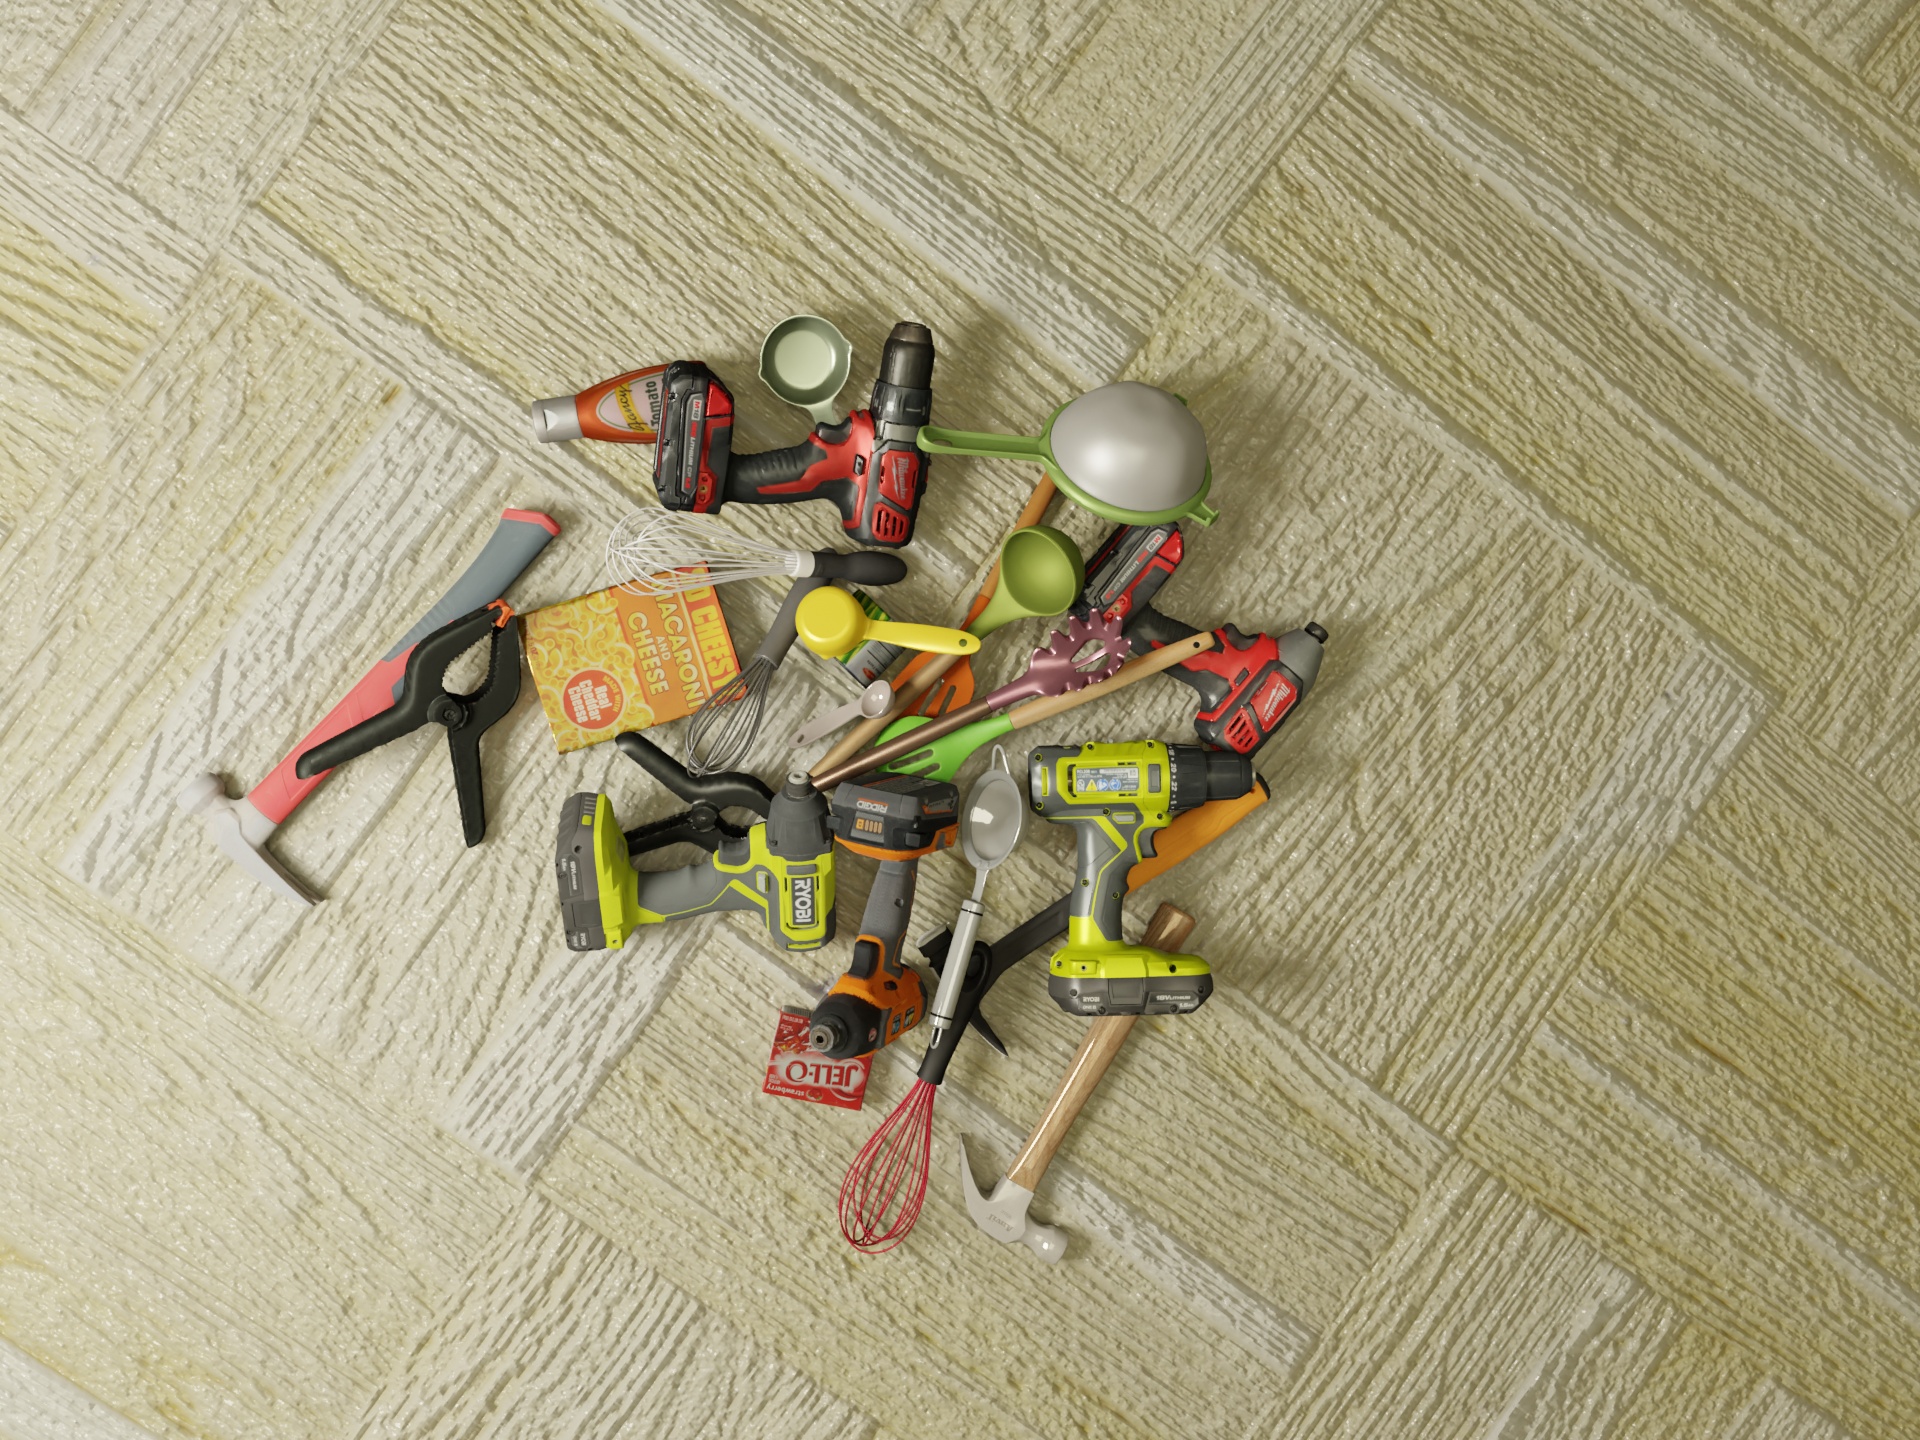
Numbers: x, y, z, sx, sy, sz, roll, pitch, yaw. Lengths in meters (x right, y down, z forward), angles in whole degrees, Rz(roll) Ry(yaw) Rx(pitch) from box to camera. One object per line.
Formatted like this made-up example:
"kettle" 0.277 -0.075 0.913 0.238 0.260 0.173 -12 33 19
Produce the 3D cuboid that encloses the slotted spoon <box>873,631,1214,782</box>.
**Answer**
"slotted spoon" 0.066 -0.011 1.347 0.314 0.031 0.070 -22 95 12

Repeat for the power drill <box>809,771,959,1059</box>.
"power drill" -0.070 0.164 1.300 0.084 0.164 0.226 11 97 19

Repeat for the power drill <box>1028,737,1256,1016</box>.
"power drill" 0.155 0.129 1.346 0.190 0.080 0.228 -1 89 -1

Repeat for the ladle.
"ladle" -0.024 -0.044 1.336 0.320 0.062 0.078 -41 83 13

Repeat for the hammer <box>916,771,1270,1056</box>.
"hammer" 0.133 0.153 1.400 0.337 0.034 0.127 -34 94 -3

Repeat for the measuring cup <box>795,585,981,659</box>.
"measuring cup" -0.061 -0.075 1.302 0.156 0.029 0.062 9 80 12

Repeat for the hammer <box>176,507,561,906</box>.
"hammer" -0.469 -0.022 1.339 0.143 0.038 0.386 44 89 -7

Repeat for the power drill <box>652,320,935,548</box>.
"power drill" -0.130 -0.245 1.309 0.226 0.080 0.187 5 108 -17

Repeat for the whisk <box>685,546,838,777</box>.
"whisk" -0.163 -0.052 1.328 0.055 0.055 0.239 30 67 -6

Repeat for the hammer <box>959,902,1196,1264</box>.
"hammer" 0.109 0.309 1.407 0.130 0.031 0.331 30 90 -6

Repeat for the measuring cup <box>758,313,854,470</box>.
"measuring cup" -0.120 -0.266 1.364 0.083 0.038 0.167 -20 111 -5

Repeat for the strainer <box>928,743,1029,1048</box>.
"strainer" 0.014 0.150 1.338 0.050 0.087 0.258 21 82 -32

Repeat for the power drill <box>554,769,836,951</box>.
"power drill" -0.215 0.117 1.318 0.223 0.080 0.171 -2 125 -7

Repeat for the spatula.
"spatula" 0.033 -0.127 1.386 0.081 0.041 0.322 29 86 -5

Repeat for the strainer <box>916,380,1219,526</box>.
"strainer" 0.094 -0.240 1.310 0.256 0.069 0.152 2 54 -14

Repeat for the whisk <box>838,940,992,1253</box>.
"whisk" -0.035 0.325 1.368 0.073 0.073 0.296 21 96 -6

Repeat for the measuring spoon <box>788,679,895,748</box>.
"measuring spoon" -0.100 0.001 1.353 0.018 0.124 0.034 30 47 -40

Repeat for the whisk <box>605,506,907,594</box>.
"whisk" -0.158 -0.129 1.293 0.284 0.070 0.070 0 93 -40

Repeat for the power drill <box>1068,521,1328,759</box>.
"power drill" 0.209 -0.079 1.377 0.219 0.078 0.143 41 90 -9

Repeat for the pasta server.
"pasta server" -0.002 -0.004 1.329 0.316 0.040 0.060 -25 73 9
